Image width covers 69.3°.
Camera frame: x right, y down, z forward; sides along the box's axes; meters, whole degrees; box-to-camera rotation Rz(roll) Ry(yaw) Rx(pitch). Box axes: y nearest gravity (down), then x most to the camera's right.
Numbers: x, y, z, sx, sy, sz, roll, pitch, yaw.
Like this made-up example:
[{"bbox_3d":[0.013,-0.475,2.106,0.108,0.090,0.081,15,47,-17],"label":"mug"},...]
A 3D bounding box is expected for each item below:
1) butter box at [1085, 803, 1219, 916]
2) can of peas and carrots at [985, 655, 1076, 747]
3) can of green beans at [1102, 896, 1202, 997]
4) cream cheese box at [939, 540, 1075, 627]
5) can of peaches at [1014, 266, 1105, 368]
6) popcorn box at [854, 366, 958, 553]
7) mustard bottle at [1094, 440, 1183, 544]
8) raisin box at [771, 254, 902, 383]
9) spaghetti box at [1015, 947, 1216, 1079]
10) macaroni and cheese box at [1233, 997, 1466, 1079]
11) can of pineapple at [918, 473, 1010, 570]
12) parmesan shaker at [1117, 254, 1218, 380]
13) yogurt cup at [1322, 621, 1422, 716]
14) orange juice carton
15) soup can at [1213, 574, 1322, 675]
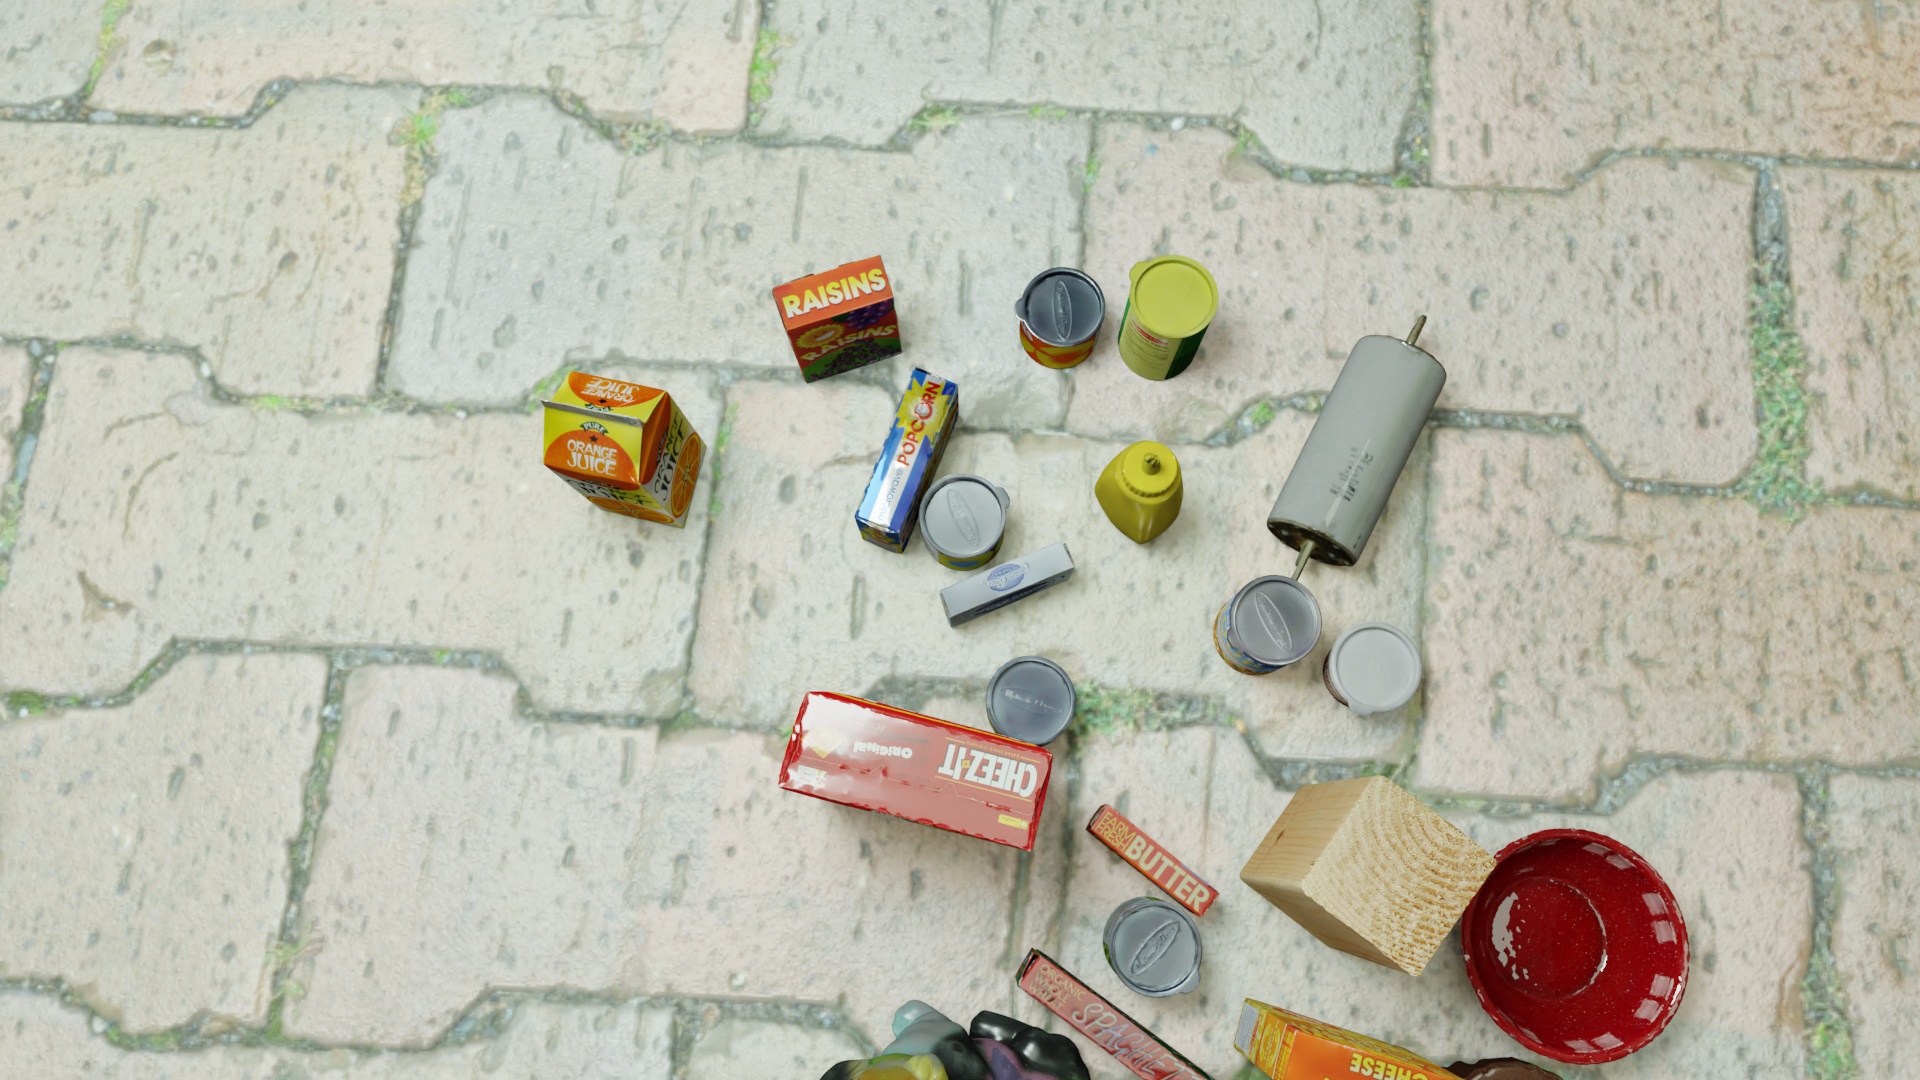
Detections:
[{"bbox_3d":[0.139,0.235,1.022,0.103,0.053,0.024,38,81,8],"label":"butter box"},{"bbox_3d":[0.051,0.125,1.043,0.071,0.058,0.071,0,78,1],"label":"can of peas and carrots"},{"bbox_3d":[0.138,0.293,1.007,0.071,0.057,0.071,0,78,1],"label":"can of green beans"},{"bbox_3d":[0.035,0.034,1.065,0.104,0.053,0.024,-22,79,-4],"label":"cream cheese box"},{"bbox_3d":[0.078,-0.176,1.107,0.071,0.058,0.071,0,78,1],"label":"can of peaches"},{"bbox_3d":[-0.040,-0.059,1.069,0.038,0.085,0.127,20,79,5],"label":"popcorn box"},{"bbox_3d":[0.136,-0.041,1.025,0.049,0.160,0.065,-40,81,-7],"label":"mustard bottle"},{"bbox_3d":[-0.092,-0.170,1.074,0.086,0.123,0.040,-18,79,-3],"label":"raisin box"},{"bbox_3d":[0.146,0.377,0.993,0.250,0.050,0.029,35,81,7],"label":"spaghetti box"},{"bbox_3d":[0.262,0.356,0.937,0.124,0.166,0.040,16,79,4],"label":"macaroni and cheese box"},{"bbox_3d":[0.004,-0.013,1.073,0.071,0.057,0.071,0,78,1],"label":"can of pineapple"},{"bbox_3d":[0.158,-0.174,1.083,0.071,0.103,0.071,0,78,1],"label":"parmesan shaker"},{"bbox_3d":[0.307,0.098,1.049,0.072,0.054,0.072,0,78,1],"label":"yogurt cup"},{"bbox_3d":[-0.247,-0.069,1.018,0.072,0.192,0.073,13,79,3],"label":"orange juice carton"},{"bbox_3d":[0.225,0.066,1.041,0.071,0.083,0.071,0,78,1],"label":"soup can"}]
